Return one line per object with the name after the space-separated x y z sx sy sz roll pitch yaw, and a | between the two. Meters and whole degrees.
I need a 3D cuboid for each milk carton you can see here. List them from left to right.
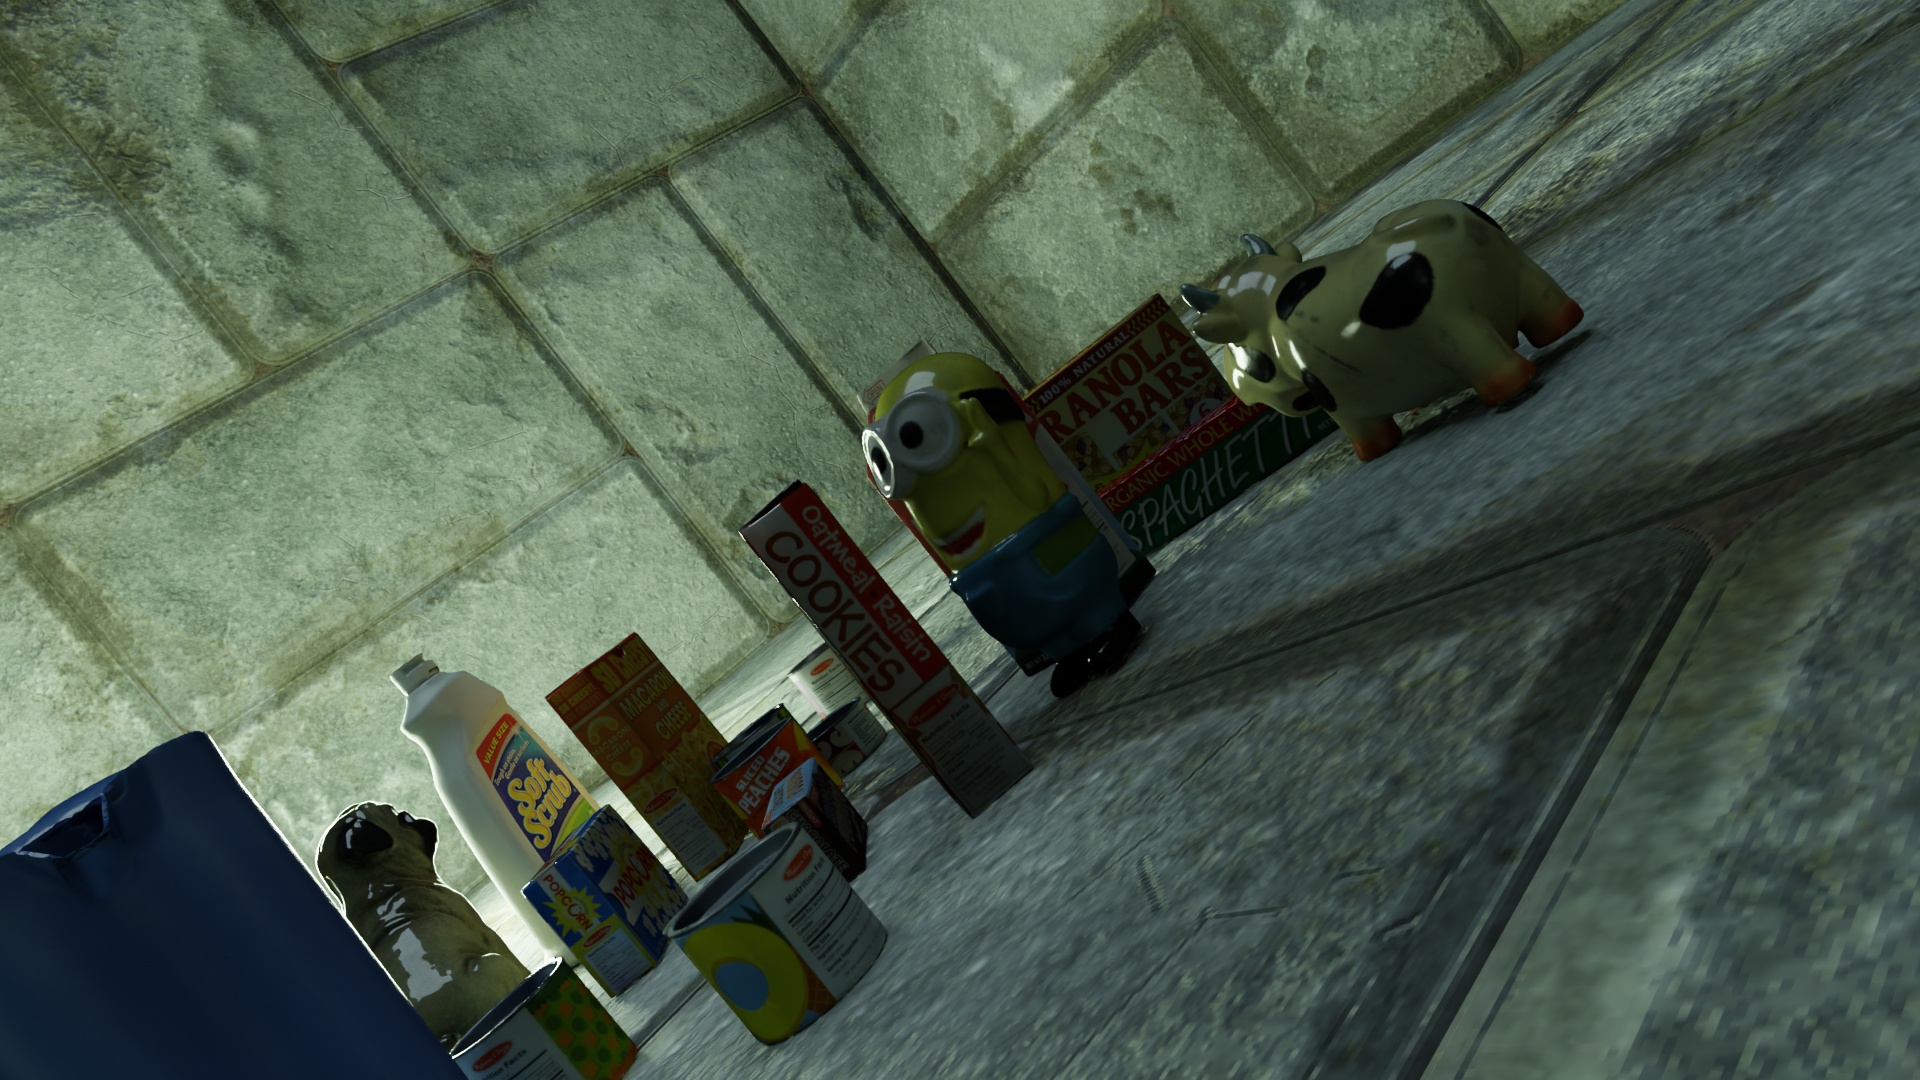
0.018 -0.025 0.800 0.072 0.190 0.074 -35 6 42 | milk carton

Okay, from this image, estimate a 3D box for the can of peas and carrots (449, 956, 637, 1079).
-0.195 0.241 0.656 0.071 0.058 0.071 -38 4 3 | can of peas and carrots

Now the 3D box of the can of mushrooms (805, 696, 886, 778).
-0.087 0.142 0.960 0.071 0.033 0.071 -38 4 3 | can of mushrooms

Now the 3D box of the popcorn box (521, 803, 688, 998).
-0.219 0.221 0.868 0.038 0.085 0.127 -38 4 -1 | popcorn box

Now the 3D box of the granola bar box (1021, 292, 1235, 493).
0.120 -0.087 1.047 0.166 0.124 0.039 -39 4 -6 | granola bar box

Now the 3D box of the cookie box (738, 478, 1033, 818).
-0.040 0.048 0.674 0.040 0.167 0.123 -39 4 -7 | cookie box

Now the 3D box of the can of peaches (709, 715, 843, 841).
-0.117 0.157 0.893 0.071 0.058 0.071 -38 4 3 | can of peaches

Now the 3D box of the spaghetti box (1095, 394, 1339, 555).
0.184 -0.069 0.842 0.249 0.050 0.029 -36 5 24 | spaghetti box

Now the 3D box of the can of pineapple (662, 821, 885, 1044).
-0.073 0.156 0.552 0.071 0.058 0.071 -38 4 3 | can of pineapple

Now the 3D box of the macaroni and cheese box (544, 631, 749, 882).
-0.215 0.152 1.014 0.040 0.166 0.124 -38 4 8 | macaroni and cheese box

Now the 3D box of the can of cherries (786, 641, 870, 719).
-0.105 0.116 1.192 0.071 0.058 0.071 -38 4 3 | can of cherries

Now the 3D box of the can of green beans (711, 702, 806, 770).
-0.136 0.160 1.004 0.071 0.058 0.071 -38 4 3 | can of green beans

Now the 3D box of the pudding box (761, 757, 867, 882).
-0.074 0.146 0.709 0.030 0.049 0.084 -38 4 0 | pudding box
